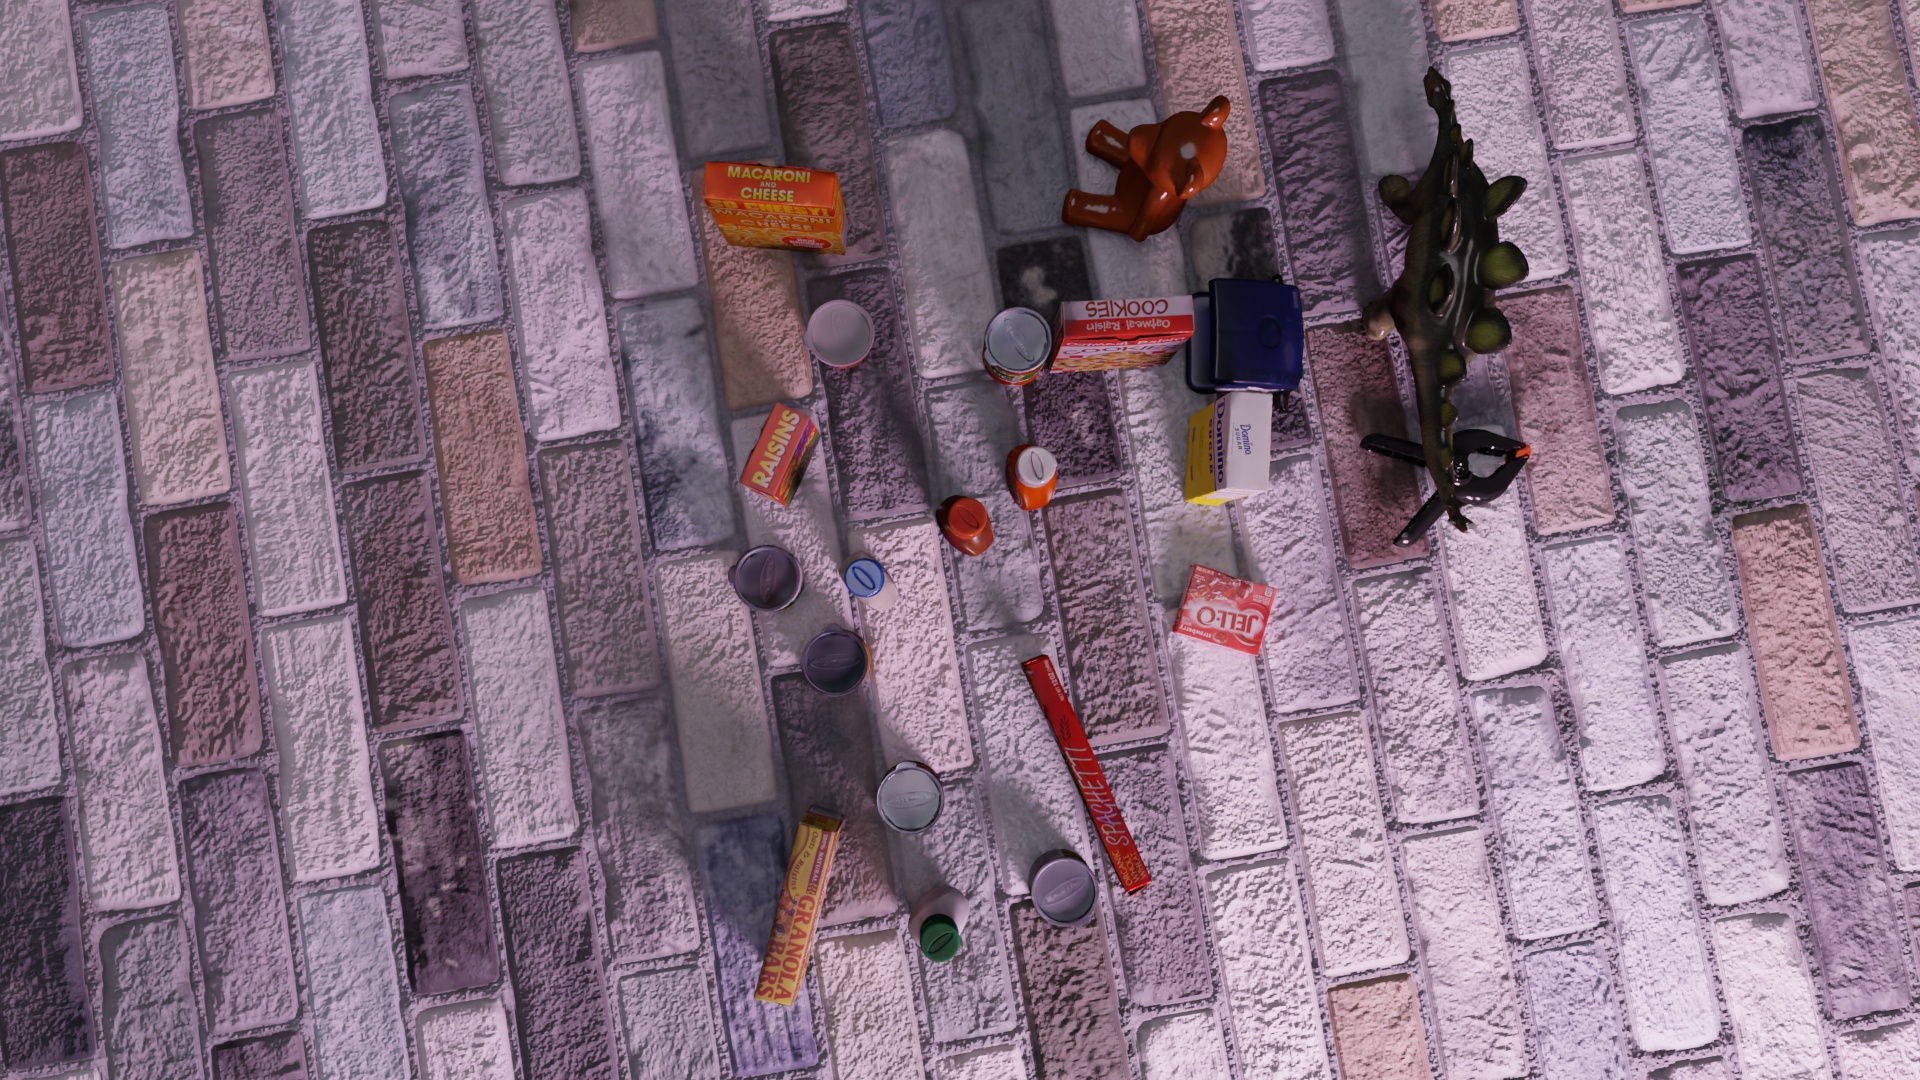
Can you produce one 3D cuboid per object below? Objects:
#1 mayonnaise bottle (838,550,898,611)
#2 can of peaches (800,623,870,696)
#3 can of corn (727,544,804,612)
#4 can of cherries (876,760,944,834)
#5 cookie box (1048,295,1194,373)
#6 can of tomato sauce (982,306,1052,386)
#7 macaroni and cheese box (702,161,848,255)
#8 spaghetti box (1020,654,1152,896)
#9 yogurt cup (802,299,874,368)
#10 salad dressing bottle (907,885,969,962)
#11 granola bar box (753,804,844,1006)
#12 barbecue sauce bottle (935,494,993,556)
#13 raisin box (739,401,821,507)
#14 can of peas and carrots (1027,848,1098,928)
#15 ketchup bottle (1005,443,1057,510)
[{"bbox_3d":[-0.091,0.038,1.345,0.041,0.148,0.065,-44,88,-3],"label":"mayonnaise bottle"},{"bbox_3d":[-0.123,0.118,1.384,0.071,0.058,0.071,0,86,-1],"label":"can of peaches"},{"bbox_3d":[-0.193,0.038,1.388,0.071,0.058,0.071,0,86,-1],"label":"can of corn"},{"bbox_3d":[-0.049,0.251,1.375,0.071,0.058,0.071,0,86,-1],"label":"can of cherries"},{"bbox_3d":[0.153,-0.199,1.358,0.123,0.167,0.040,-4,87,-1],"label":"cookie box"},{"bbox_3d":[0.054,-0.192,1.398,0.071,0.083,0.071,0,86,-1],"label":"can of tomato sauce"},{"bbox_3d":[-0.178,-0.324,1.361,0.124,0.166,0.040,4,86,-1],"label":"macaroni and cheese box"},{"bbox_3d":[0.124,0.231,1.385,0.029,0.050,0.250,-25,87,-2],"label":"spaghetti box"},{"bbox_3d":[-0.120,-0.206,1.410,0.072,0.054,0.072,0,86,-1],"label":"yogurt cup"},{"bbox_3d":[-0.020,0.367,1.323,0.064,0.147,0.044,-38,88,-3],"label":"salad dressing bottle"},{"bbox_3d":[-0.152,0.347,1.333,0.039,0.124,0.165,14,86,0],"label":"granola bar box"},{"bbox_3d":[0.005,-0.017,1.351,0.044,0.148,0.065,-43,88,-3],"label":"barbecue sauce bottle"},{"bbox_3d":[-0.176,-0.083,1.365,0.040,0.123,0.086,25,86,1],"label":"raisin box"},{"bbox_3d":[0.102,0.344,1.372,0.071,0.058,0.071,0,86,-1],"label":"can of peas and carrots"},{"bbox_3d":[0.070,-0.066,1.356,0.043,0.148,0.064,-16,87,-2],"label":"ketchup bottle"}]
